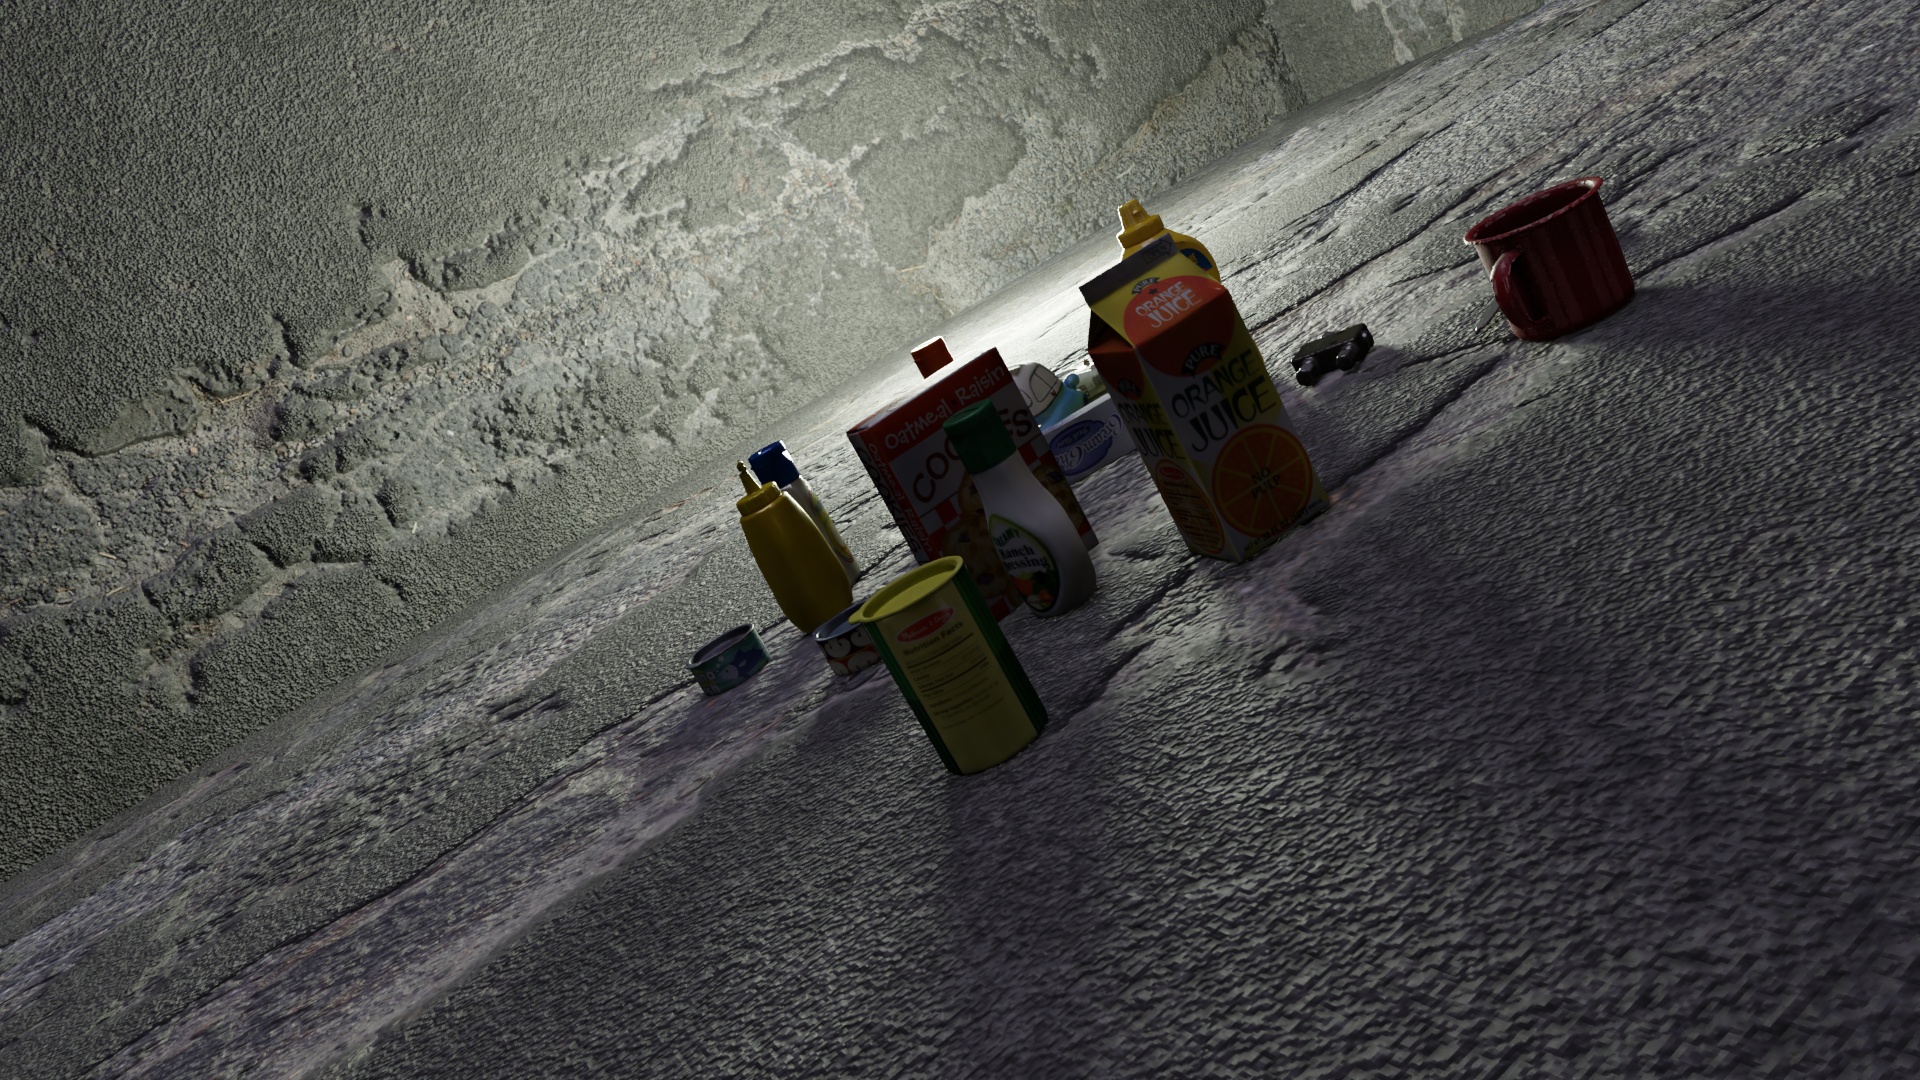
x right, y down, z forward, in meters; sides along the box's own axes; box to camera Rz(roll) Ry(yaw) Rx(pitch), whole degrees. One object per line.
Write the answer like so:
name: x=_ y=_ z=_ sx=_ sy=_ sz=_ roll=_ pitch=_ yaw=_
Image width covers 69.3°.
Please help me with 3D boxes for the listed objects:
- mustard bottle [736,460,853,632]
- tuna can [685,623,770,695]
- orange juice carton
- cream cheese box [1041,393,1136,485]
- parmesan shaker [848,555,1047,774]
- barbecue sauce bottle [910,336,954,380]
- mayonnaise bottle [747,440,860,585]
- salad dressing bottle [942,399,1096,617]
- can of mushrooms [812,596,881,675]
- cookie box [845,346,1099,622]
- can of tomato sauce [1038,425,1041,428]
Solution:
mustard bottle: x=-0.152 y=0.000 z=1.199 sx=0.048 sy=0.160 sz=0.065 roll=-21 pitch=15 yaw=31
tuna can: x=-0.201 y=0.103 z=1.192 sx=0.071 sy=0.032 sz=0.071 roll=-27 pitch=13 yaw=7
orange juice carton: x=0.143 y=-0.087 z=0.853 sx=0.072 sy=0.192 sz=0.073 roll=-32 pitch=13 yaw=-13
cream cheese box: x=0.102 y=-0.082 z=1.218 sx=0.104 sy=0.053 sz=0.024 roll=-30 pitch=13 yaw=-6
parmesan shaker: x=-0.006 y=0.070 z=0.766 sx=0.071 sy=0.103 sz=0.071 roll=-27 pitch=13 yaw=7
barbecue sauce bottle: x=-0.001 y=-0.135 z=1.421 sx=0.044 sy=0.148 sz=0.065 roll=-36 pitch=15 yaw=-29
mayonnaise bottle: x=-0.145 y=-0.021 z=1.290 sx=0.041 sy=0.148 sz=0.065 roll=-26 pitch=13 yaw=11
salad dressing bottle: x=0.038 y=-0.021 z=0.920 sx=0.044 sy=0.147 sz=0.064 roll=-38 pitch=15 yaw=-33
can of mushrooms: x=-0.077 y=0.072 z=1.056 sx=0.071 sy=0.033 sz=0.071 roll=-27 pitch=13 yaw=7
cookie box: x=0.010 y=-0.036 z=0.990 sx=0.123 sy=0.167 sz=0.040 roll=-36 pitch=15 yaw=-28
can of tomato sauce: x=0.052 y=-0.042 z=1.108 sx=0.071 sy=0.083 sz=0.071 roll=-27 pitch=13 yaw=7
